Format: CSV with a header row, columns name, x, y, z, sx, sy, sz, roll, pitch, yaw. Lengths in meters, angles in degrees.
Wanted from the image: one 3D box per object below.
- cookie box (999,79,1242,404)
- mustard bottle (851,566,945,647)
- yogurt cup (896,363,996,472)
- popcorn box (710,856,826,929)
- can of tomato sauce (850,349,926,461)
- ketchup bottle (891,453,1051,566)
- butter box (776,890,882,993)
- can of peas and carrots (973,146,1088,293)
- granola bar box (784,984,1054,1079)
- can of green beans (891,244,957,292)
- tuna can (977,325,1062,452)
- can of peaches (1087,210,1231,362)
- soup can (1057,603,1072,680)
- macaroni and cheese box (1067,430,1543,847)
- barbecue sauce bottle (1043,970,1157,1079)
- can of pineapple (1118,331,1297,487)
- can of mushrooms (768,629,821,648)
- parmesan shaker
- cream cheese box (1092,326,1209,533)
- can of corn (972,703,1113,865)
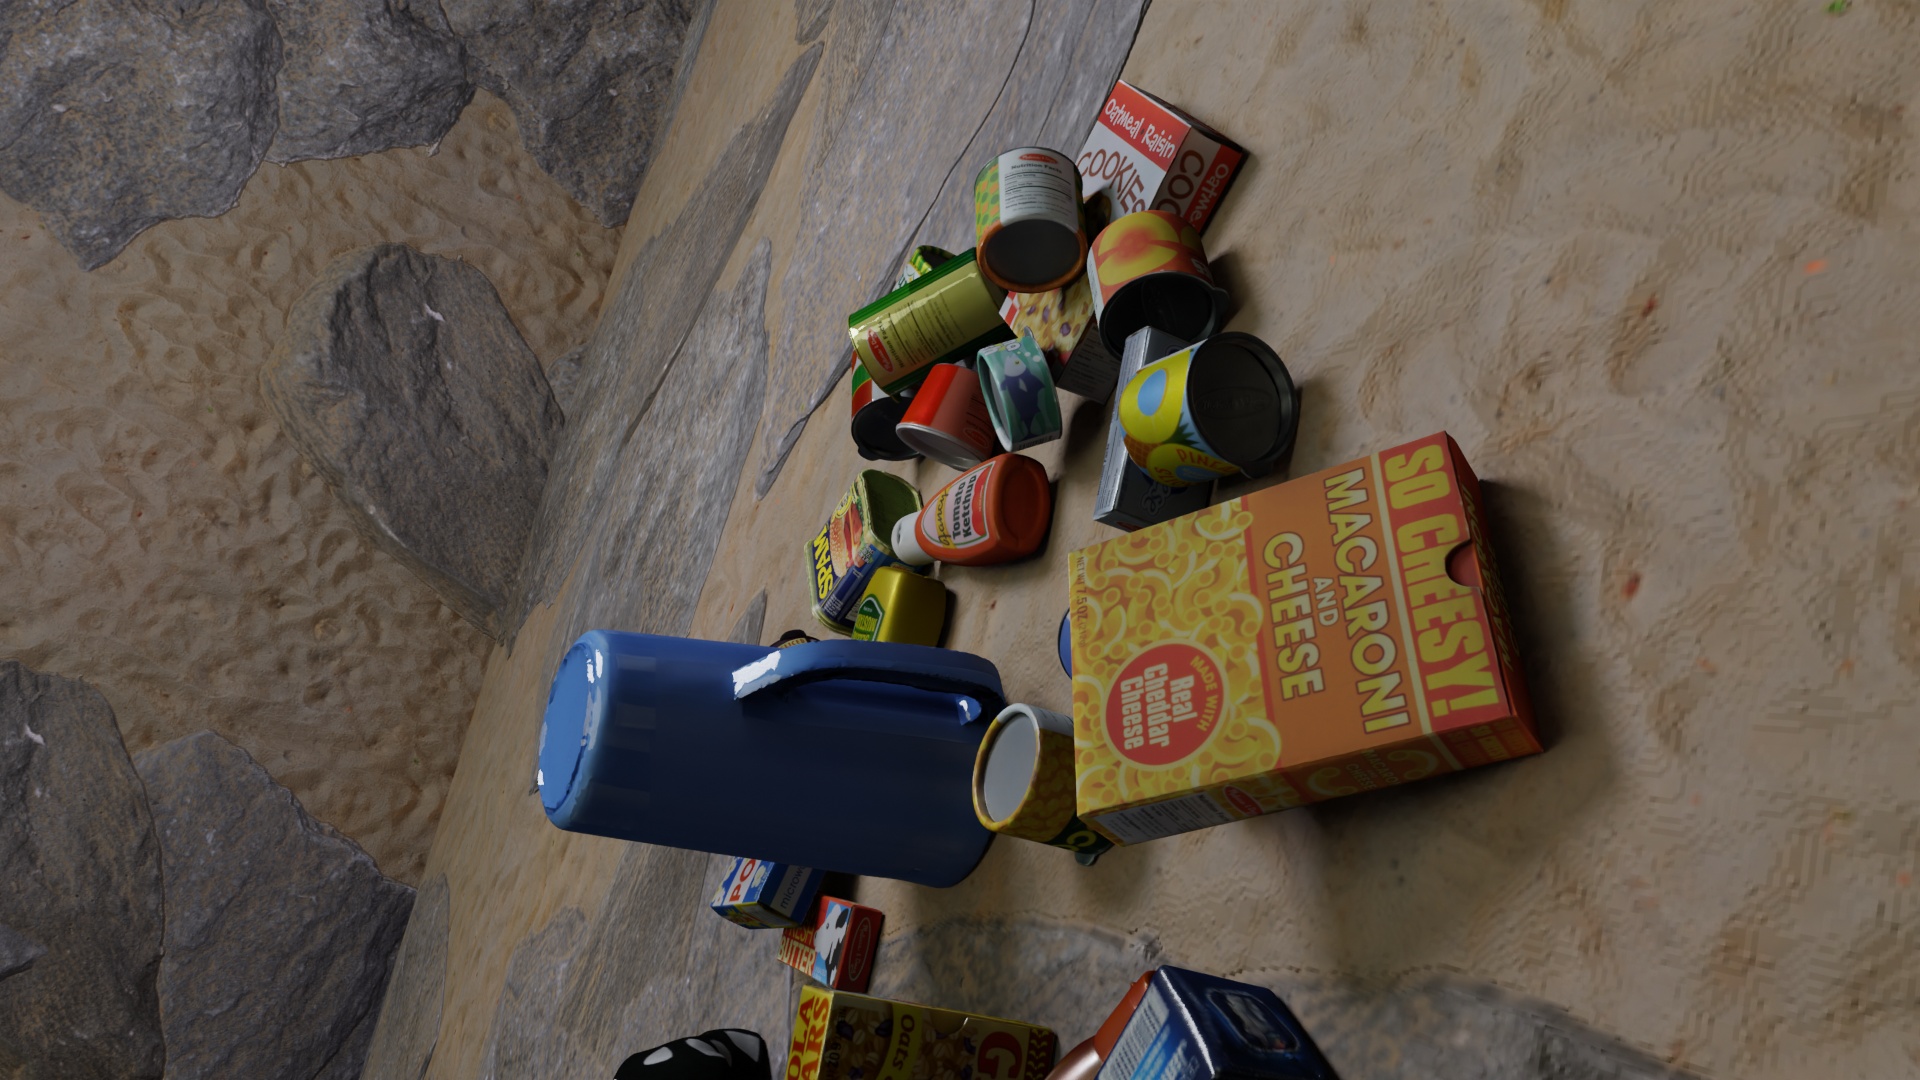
name,x,y,z,sx,sy,sz,roll,pitch,yaw
cookie box,0.093,-0.184,0.845,0.166,0.040,0.123,-62,26,21
mustard bottle,-0.055,0.098,0.933,0.065,0.049,0.160,2,74,66
yogurt cup,-0.003,-0.085,0.944,0.072,0.072,0.054,-1,64,64
popcorn box,-0.115,0.203,0.957,0.085,0.038,0.127,-28,31,56
can of tomato sauce,-0.051,-0.111,1.054,0.071,0.071,0.083,-50,31,38
ketchup bottle,0.003,-0.011,0.900,0.148,0.043,0.065,-19,62,60
butter box,-0.087,0.261,0.913,0.103,0.024,0.053,-11,63,62
can of peas and carrots,0.042,-0.188,0.826,0.070,0.071,0.059,-44,37,45
granola bar box,-0.027,0.301,0.643,0.039,0.124,0.166,-23,53,58
can of green beans,-0.017,-0.178,1.034,0.057,0.071,0.071,-58,28,26
tuna can,0.034,-0.090,0.831,0.071,0.033,0.071,165,87,-84
can of peaches,0.107,-0.137,0.756,0.071,0.071,0.058,-50,32,37
soup can,0.092,0.062,0.644,0.071,0.071,0.084,-65,26,13
macaroni and cheese box,0.124,0.040,0.540,0.166,0.040,0.124,-20,51,27
barbecue sauce bottle,0.051,0.252,0.597,0.044,0.065,0.148,43,104,40
can of pineapple,0.119,-0.060,0.672,0.057,0.071,0.071,-18,57,61
can of mushrooms,-0.120,0.105,1.040,0.071,0.071,0.033,-66,26,10
parmesan shaker,-0.017,-0.150,0.971,0.103,0.071,0.072,-26,42,17
cream cheese box,0.104,-0.053,0.713,0.024,0.053,0.104,-18,57,62
can of corn,0.046,0.123,0.699,0.071,0.058,0.071,-44,35,44
